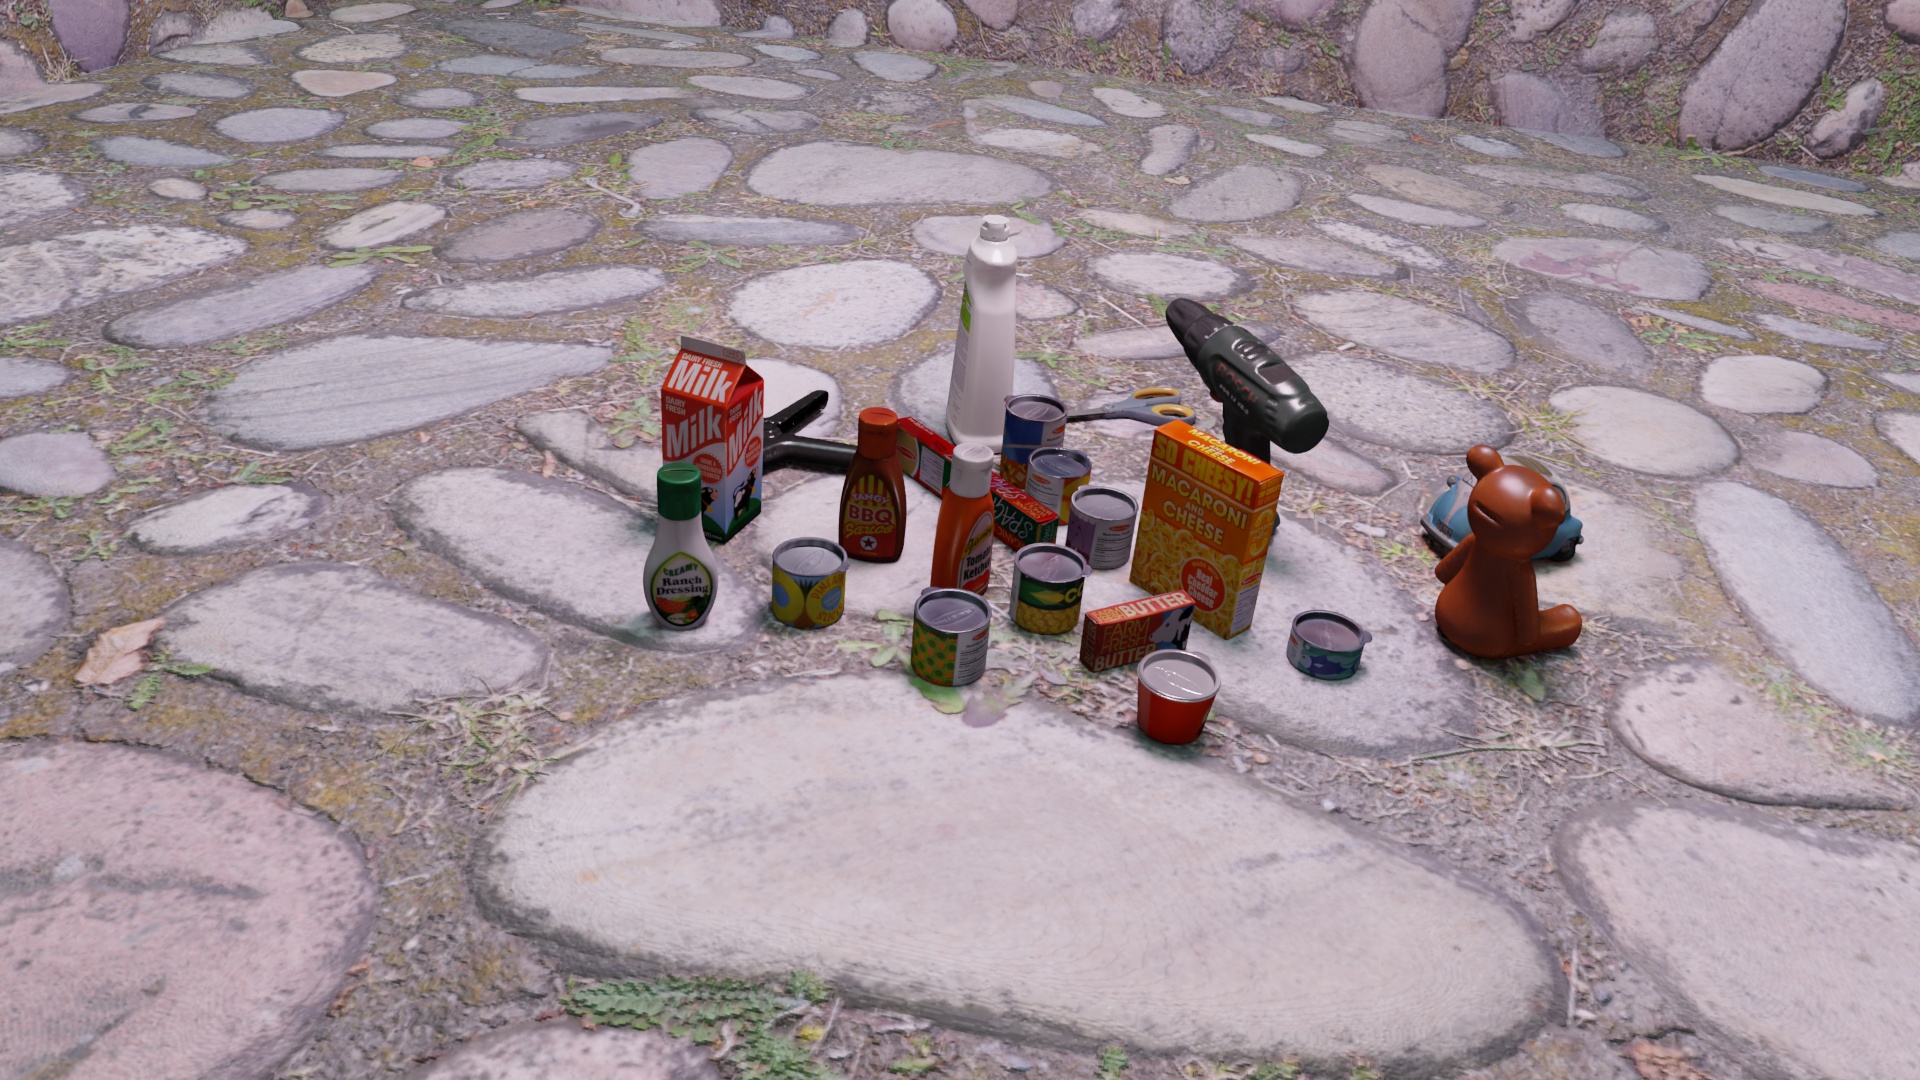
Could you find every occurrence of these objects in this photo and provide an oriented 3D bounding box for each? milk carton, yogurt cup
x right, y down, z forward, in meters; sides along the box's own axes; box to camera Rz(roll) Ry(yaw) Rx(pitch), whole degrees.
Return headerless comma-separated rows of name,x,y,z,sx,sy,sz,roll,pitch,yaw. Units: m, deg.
milk carton,-0.236,-0.101,1.324,0.072,0.189,0.074,16,32,17
yogurt cup,0.176,0.130,1.139,0.072,0.053,0.073,4,31,-2

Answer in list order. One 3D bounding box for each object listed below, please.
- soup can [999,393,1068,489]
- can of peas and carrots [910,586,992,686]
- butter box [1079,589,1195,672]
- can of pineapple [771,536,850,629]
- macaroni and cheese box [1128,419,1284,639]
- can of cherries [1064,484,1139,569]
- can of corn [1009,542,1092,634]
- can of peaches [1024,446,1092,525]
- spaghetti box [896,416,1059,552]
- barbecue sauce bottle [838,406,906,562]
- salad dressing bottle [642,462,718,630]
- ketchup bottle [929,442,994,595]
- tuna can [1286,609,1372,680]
soup can,0.075,-0.106,1.485,0.071,0.083,0.072,4,31,-2
can of peas and carrots,-0.010,0.081,1.186,0.071,0.058,0.071,4,31,-2
butter box,0.155,0.079,1.221,0.104,0.052,0.024,-11,34,-25
can of pineapple,-0.134,0.038,1.238,0.071,0.057,0.071,4,31,-2
macaroni and cheese box,0.222,-0.011,1.272,0.040,0.165,0.124,-21,40,-37
can of cherries,0.137,-0.014,1.367,0.071,0.058,0.072,4,31,-2
can of corn,0.081,0.044,1.261,0.071,0.058,0.071,4,31,-2
can of peaches,0.101,-0.057,1.432,0.071,0.057,0.071,4,31,-2
spaghetti box,0.009,-0.055,1.422,0.029,0.050,0.250,-19,39,-34
barbecue sauce bottle,-0.081,-0.052,1.309,0.065,0.147,0.044,8,31,4
salad dressing bottle,-0.240,0.005,1.189,0.064,0.146,0.044,-3,32,-14
ketchup bottle,0.005,-0.016,1.262,0.043,0.148,0.065,26,36,30
tuna can,0.330,0.094,1.244,0.071,0.032,0.071,4,31,-2
